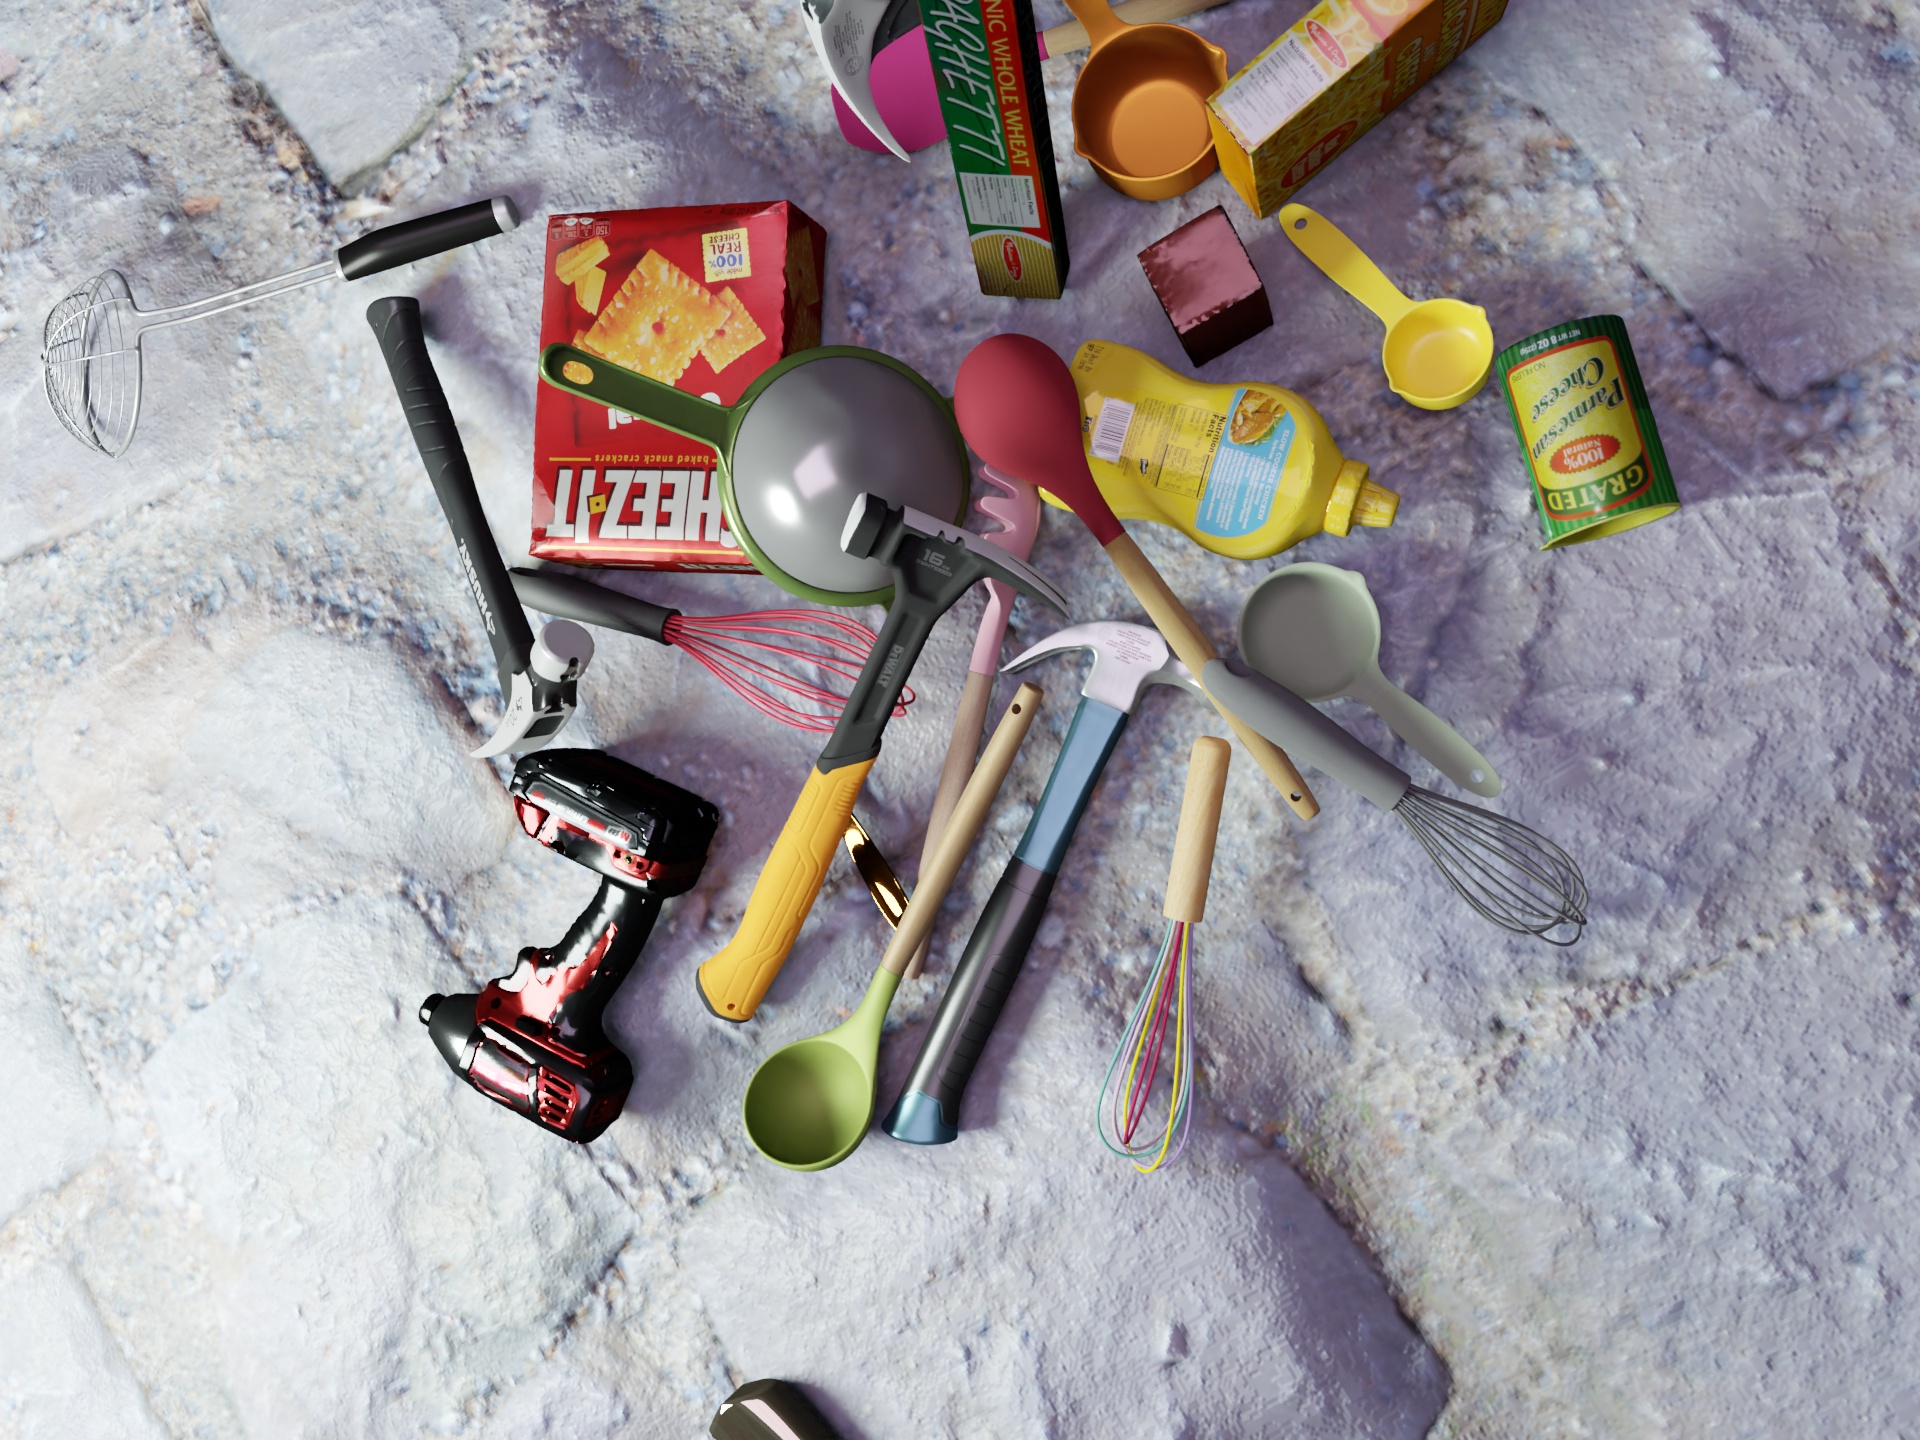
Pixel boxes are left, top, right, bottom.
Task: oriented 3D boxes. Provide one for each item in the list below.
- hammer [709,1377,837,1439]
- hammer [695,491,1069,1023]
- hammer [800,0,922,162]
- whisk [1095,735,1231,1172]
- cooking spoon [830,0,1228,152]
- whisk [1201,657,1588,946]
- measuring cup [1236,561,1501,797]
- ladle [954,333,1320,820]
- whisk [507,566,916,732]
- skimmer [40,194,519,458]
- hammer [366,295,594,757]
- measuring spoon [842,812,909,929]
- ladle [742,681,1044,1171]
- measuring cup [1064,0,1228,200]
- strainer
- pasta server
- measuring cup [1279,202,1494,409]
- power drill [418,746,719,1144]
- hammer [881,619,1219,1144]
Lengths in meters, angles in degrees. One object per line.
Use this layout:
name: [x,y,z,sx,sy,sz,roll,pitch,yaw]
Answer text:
hammer: [0.023,0.522,0.901,0.411,0.038,0.146,31,98,16]
hammer: [-0.065,0.041,0.900,0.127,0.034,0.336,22,114,-12]
hammer: [0.104,-0.430,0.830,0.409,0.149,0.036,-29,61,-9]
whisk: [0.115,0.129,0.875,0.051,0.047,0.245,10,95,7]
cooking spoon: [0.075,-0.401,0.925,0.319,0.017,0.068,-12,104,15]
whisk: [0.225,0.040,0.828,0.239,0.055,0.055,35,98,3]
measuring cup: [0.224,-0.017,0.859,0.168,0.038,0.083,43,100,12]
ladle: [0.098,-0.076,0.860,0.069,0.031,0.315,-36,89,20]
whisk: [-0.160,-0.052,0.964,0.296,0.073,0.073,17,93,22]
skimmer: [-0.460,-0.279,1.076,0.363,0.090,0.127,-15,79,5]
hammer: [-0.312,-0.131,0.991,0.146,0.035,0.335,-50,58,46]
measuring spoon: [-0.052,0.081,0.942,0.021,0.011,0.117,-44,67,31]
ladle: [-0.034,0.119,0.891,0.078,0.062,0.320,36,110,28]
measuring cup: [0.089,-0.374,0.902,0.095,0.052,0.174,-31,80,11]
strainer: [-0.104,-0.156,0.877,0.256,0.069,0.151,19,86,-19]
pasta server: [-0.001,-0.003,0.925,0.040,0.060,0.316,13,95,-5]
measuring cup: [0.230,-0.231,0.875,0.062,0.029,0.157,-42,66,11]
power drill: [-0.246,0.134,0.976,0.143,0.078,0.219,23,98,17]
hammer: [0.038,0.096,0.912,0.128,0.033,0.331,25,95,15]
